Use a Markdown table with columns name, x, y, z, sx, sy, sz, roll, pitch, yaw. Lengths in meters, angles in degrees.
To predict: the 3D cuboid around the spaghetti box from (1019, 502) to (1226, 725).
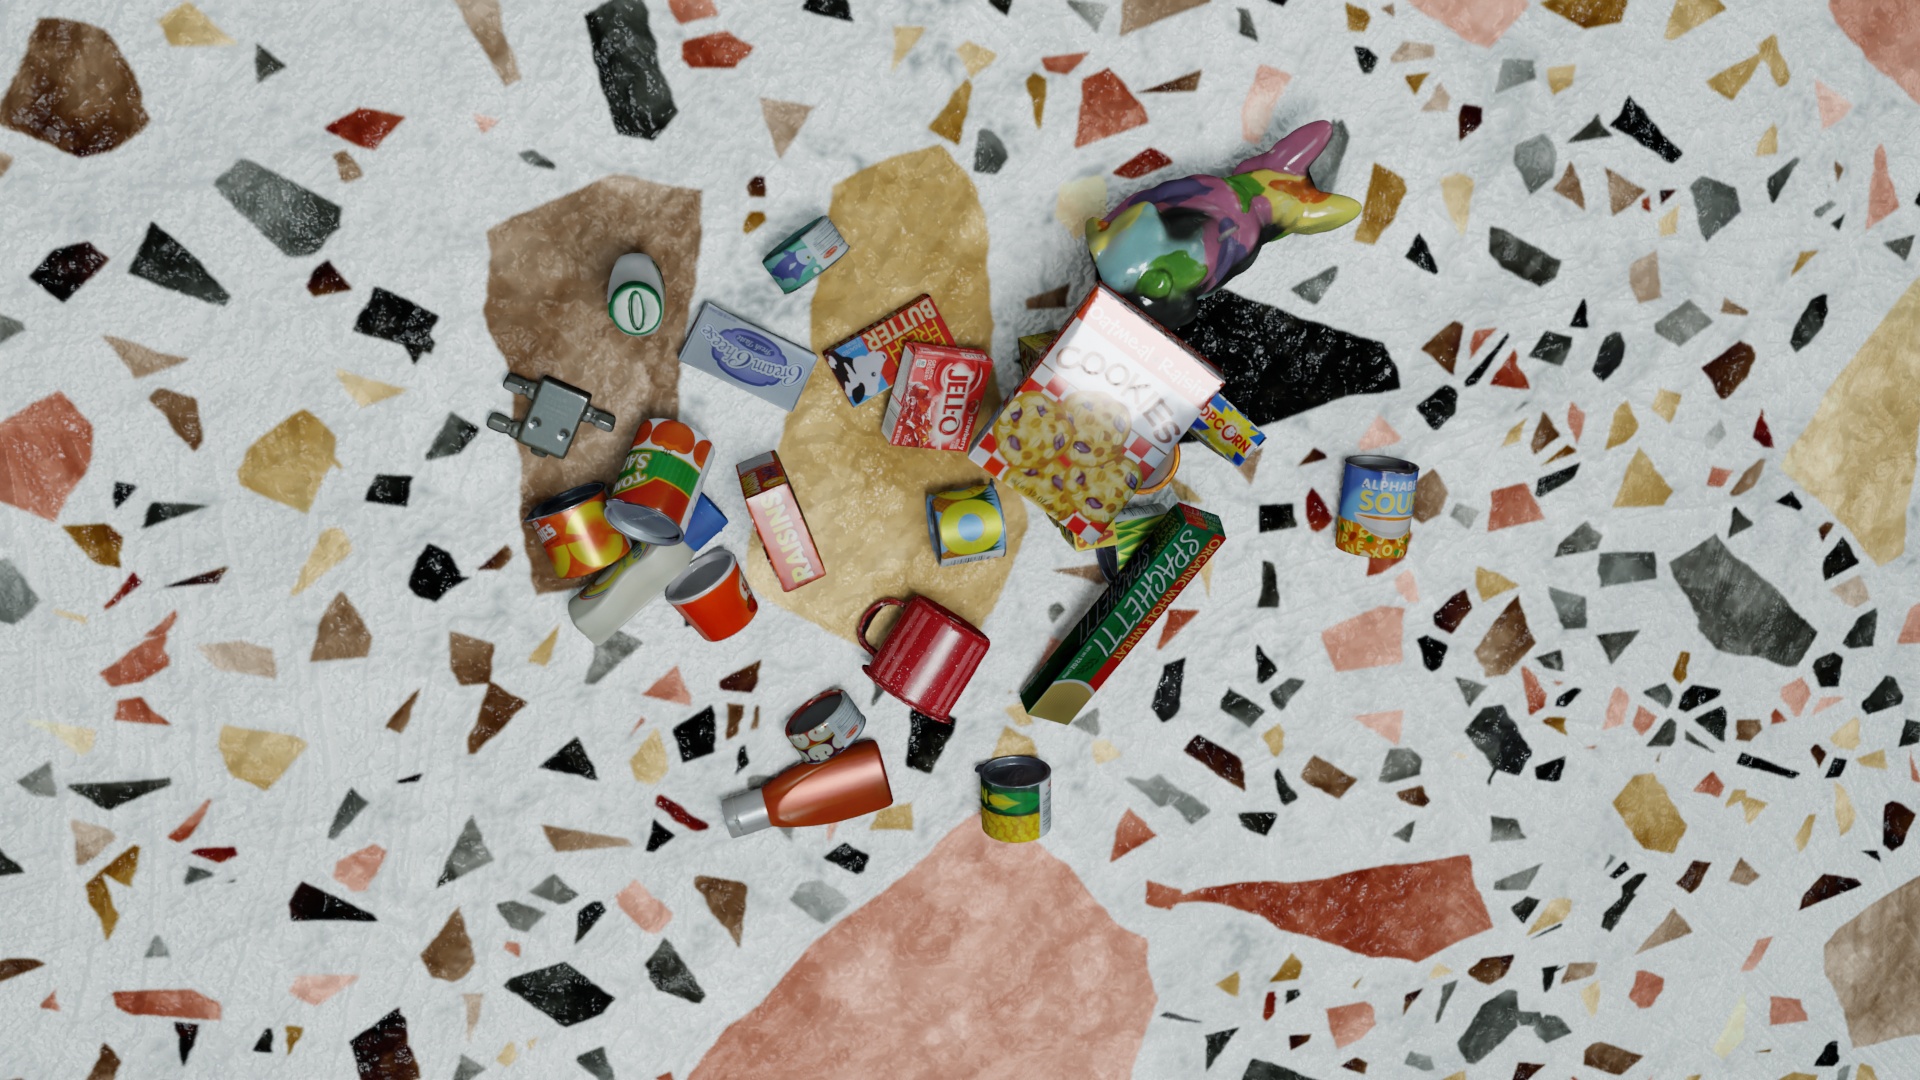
| name | x | y | z | sx | sy | sz | roll | pitch | yaw |
| --- | --- | --- | --- | --- | --- | --- | --- | --- | --- |
| spaghetti box | 0.141 | 0.069 | 1.229 | 0.050 | 0.029 | 0.249 | 19 | 122 | -30 |

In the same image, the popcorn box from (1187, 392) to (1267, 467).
| name | x | y | z | sx | sy | sz | roll | pitch | yaw |
| --- | --- | --- | --- | --- | --- | --- | --- | --- | --- |
| popcorn box | 0.197 | -0.124 | 1.207 | 0.126 | 0.085 | 0.038 | 38 | 96 | -20 |

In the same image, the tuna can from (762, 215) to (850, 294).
| name | x | y | z | sx | sy | sz | roll | pitch | yaw |
| --- | --- | --- | --- | --- | --- | --- | --- | --- | --- |
| tuna can | -0.126 | -0.229 | 1.119 | 0.071 | 0.071 | 0.032 | -36 | 109 | 0 |

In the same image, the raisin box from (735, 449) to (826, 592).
| name | x | y | z | sx | sy | sz | roll | pitch | yaw |
| --- | --- | --- | --- | --- | --- | --- | --- | --- | --- |
| raisin box | -0.149 | -0.018 | 1.140 | 0.040 | 0.123 | 0.086 | -22 | 109 | -6 |

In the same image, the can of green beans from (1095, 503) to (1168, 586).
| name | x | y | z | sx | sy | sz | roll | pitch | yaw |
| --- | --- | --- | --- | --- | --- | --- | --- | --- | --- |
| can of green beans | 0.157 | 0.003 | 1.243 | 0.058 | 0.071 | 0.071 | -9 | 107 | -10 |

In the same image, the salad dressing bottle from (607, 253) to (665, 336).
| name | x | y | z | sx | sy | sz | roll | pitch | yaw |
| --- | --- | --- | --- | --- | --- | --- | --- | --- | --- |
| salad dressing bottle | -0.247 | -0.184 | 1.059 | 0.044 | 0.148 | 0.064 | -4 | 107 | -11 |

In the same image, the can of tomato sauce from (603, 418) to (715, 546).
| name | x | y | z | sx | sy | sz | roll | pitch | yaw |
| --- | --- | --- | --- | --- | --- | --- | --- | --- | --- |
| can of tomato sauce | -0.244 | -0.048 | 1.122 | 0.071 | 0.071 | 0.083 | 25 | 61 | -18 |

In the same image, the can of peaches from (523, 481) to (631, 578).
| name | x | y | z | sx | sy | sz | roll | pitch | yaw |
| --- | --- | --- | --- | --- | --- | --- | --- | --- | --- |
| can of peaches | -0.312 | -0.007 | 1.136 | 0.071 | 0.071 | 0.058 | -22 | 110 | -5 |

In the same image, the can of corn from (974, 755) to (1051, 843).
| name | x | y | z | sx | sy | sz | roll | pitch | yaw |
| --- | --- | --- | --- | --- | --- | --- | --- | --- | --- |
| can of corn | 0.049 | 0.239 | 1.286 | 0.071 | 0.071 | 0.058 | -5 | 107 | -11 |

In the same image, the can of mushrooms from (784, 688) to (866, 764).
| name | x | y | z | sx | sy | sz | roll | pitch | yaw |
| --- | --- | --- | --- | --- | --- | --- | --- | --- | --- |
| can of mushrooms | -0.122 | 0.164 | 1.228 | 0.071 | 0.071 | 0.033 | -33 | 110 | -2 |

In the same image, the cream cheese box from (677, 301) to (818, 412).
| name | x | y | z | sx | sy | sz | roll | pitch | yaw |
| --- | --- | --- | --- | --- | --- | --- | --- | --- | --- |
| cream cheese box | -0.175 | -0.152 | 1.149 | 0.104 | 0.024 | 0.053 | 24 | 99 | -18 |

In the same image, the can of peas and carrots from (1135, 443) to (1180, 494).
| name | x | y | z | sx | sy | sz | roll | pitch | yaw |
| --- | --- | --- | --- | --- | --- | --- | --- | --- | --- |
| can of peas and carrots | 0.156 | -0.080 | 1.224 | 0.071 | 0.059 | 0.070 | -3 | 107 | -12 |

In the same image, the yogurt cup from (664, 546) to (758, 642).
| name | x | y | z | sx | sy | sz | roll | pitch | yaw |
| --- | --- | --- | --- | --- | --- | --- | --- | --- | --- |
| yogurt cup | -0.208 | 0.049 | 1.178 | 0.072 | 0.072 | 0.053 | -31 | 117 | -2 |

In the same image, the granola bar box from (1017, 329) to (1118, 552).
| name | x | y | z | sx | sy | sz | roll | pitch | yaw |
| --- | --- | --- | --- | --- | --- | --- | --- | --- | --- |
| granola bar box | 0.089 | -0.086 | 1.172 | 0.039 | 0.124 | 0.165 | -12 | 107 | -6 |

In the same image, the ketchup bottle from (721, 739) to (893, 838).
| name | x | y | z | sx | sy | sz | roll | pitch | yaw |
| --- | --- | --- | --- | --- | --- | --- | --- | --- | --- |
| ketchup bottle | -0.139 | 0.230 | 1.253 | 0.149 | 0.043 | 0.064 | -16 | 107 | -8 |

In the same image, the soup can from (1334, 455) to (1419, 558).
| name | x | y | z | sx | sy | sz | roll | pitch | yaw |
| --- | --- | --- | --- | --- | --- | --- | --- | --- | --- |
| soup can | 0.385 | -0.031 | 1.281 | 0.071 | 0.071 | 0.083 | 0 | 106 | -12 |

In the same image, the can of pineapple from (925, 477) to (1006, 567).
| name | x | y | z | sx | sy | sz | roll | pitch | yaw |
| --- | --- | --- | --- | --- | --- | --- | --- | --- | --- |
| can of pineapple | 0.004 | -0.015 | 1.205 | 0.058 | 0.071 | 0.070 | -10 | 107 | -9 |

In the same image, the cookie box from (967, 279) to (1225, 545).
| name | x | y | z | sx | sy | sz | roll | pitch | yaw |
| --- | --- | --- | --- | --- | --- | --- | --- | --- | --- |
| cookie box | 0.105 | -0.099 | 1.079 | 0.123 | 0.040 | 0.167 | 35 | 107 | -9 |

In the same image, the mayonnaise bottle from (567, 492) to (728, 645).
| name | x | y | z | sx | sy | sz | roll | pitch | yaw |
| --- | --- | --- | --- | --- | --- | --- | --- | --- | --- |
| mayonnaise bottle | -0.260 | 0.021 | 1.160 | 0.148 | 0.065 | 0.041 | -43 | 116 | -3 |

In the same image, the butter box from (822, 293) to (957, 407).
| name | x | y | z | sx | sy | sz | roll | pitch | yaw |
| --- | --- | --- | --- | --- | --- | --- | --- | --- | --- |
| butter box | -0.059 | -0.161 | 1.173 | 0.103 | 0.024 | 0.053 | -31 | 110 | -2 |
